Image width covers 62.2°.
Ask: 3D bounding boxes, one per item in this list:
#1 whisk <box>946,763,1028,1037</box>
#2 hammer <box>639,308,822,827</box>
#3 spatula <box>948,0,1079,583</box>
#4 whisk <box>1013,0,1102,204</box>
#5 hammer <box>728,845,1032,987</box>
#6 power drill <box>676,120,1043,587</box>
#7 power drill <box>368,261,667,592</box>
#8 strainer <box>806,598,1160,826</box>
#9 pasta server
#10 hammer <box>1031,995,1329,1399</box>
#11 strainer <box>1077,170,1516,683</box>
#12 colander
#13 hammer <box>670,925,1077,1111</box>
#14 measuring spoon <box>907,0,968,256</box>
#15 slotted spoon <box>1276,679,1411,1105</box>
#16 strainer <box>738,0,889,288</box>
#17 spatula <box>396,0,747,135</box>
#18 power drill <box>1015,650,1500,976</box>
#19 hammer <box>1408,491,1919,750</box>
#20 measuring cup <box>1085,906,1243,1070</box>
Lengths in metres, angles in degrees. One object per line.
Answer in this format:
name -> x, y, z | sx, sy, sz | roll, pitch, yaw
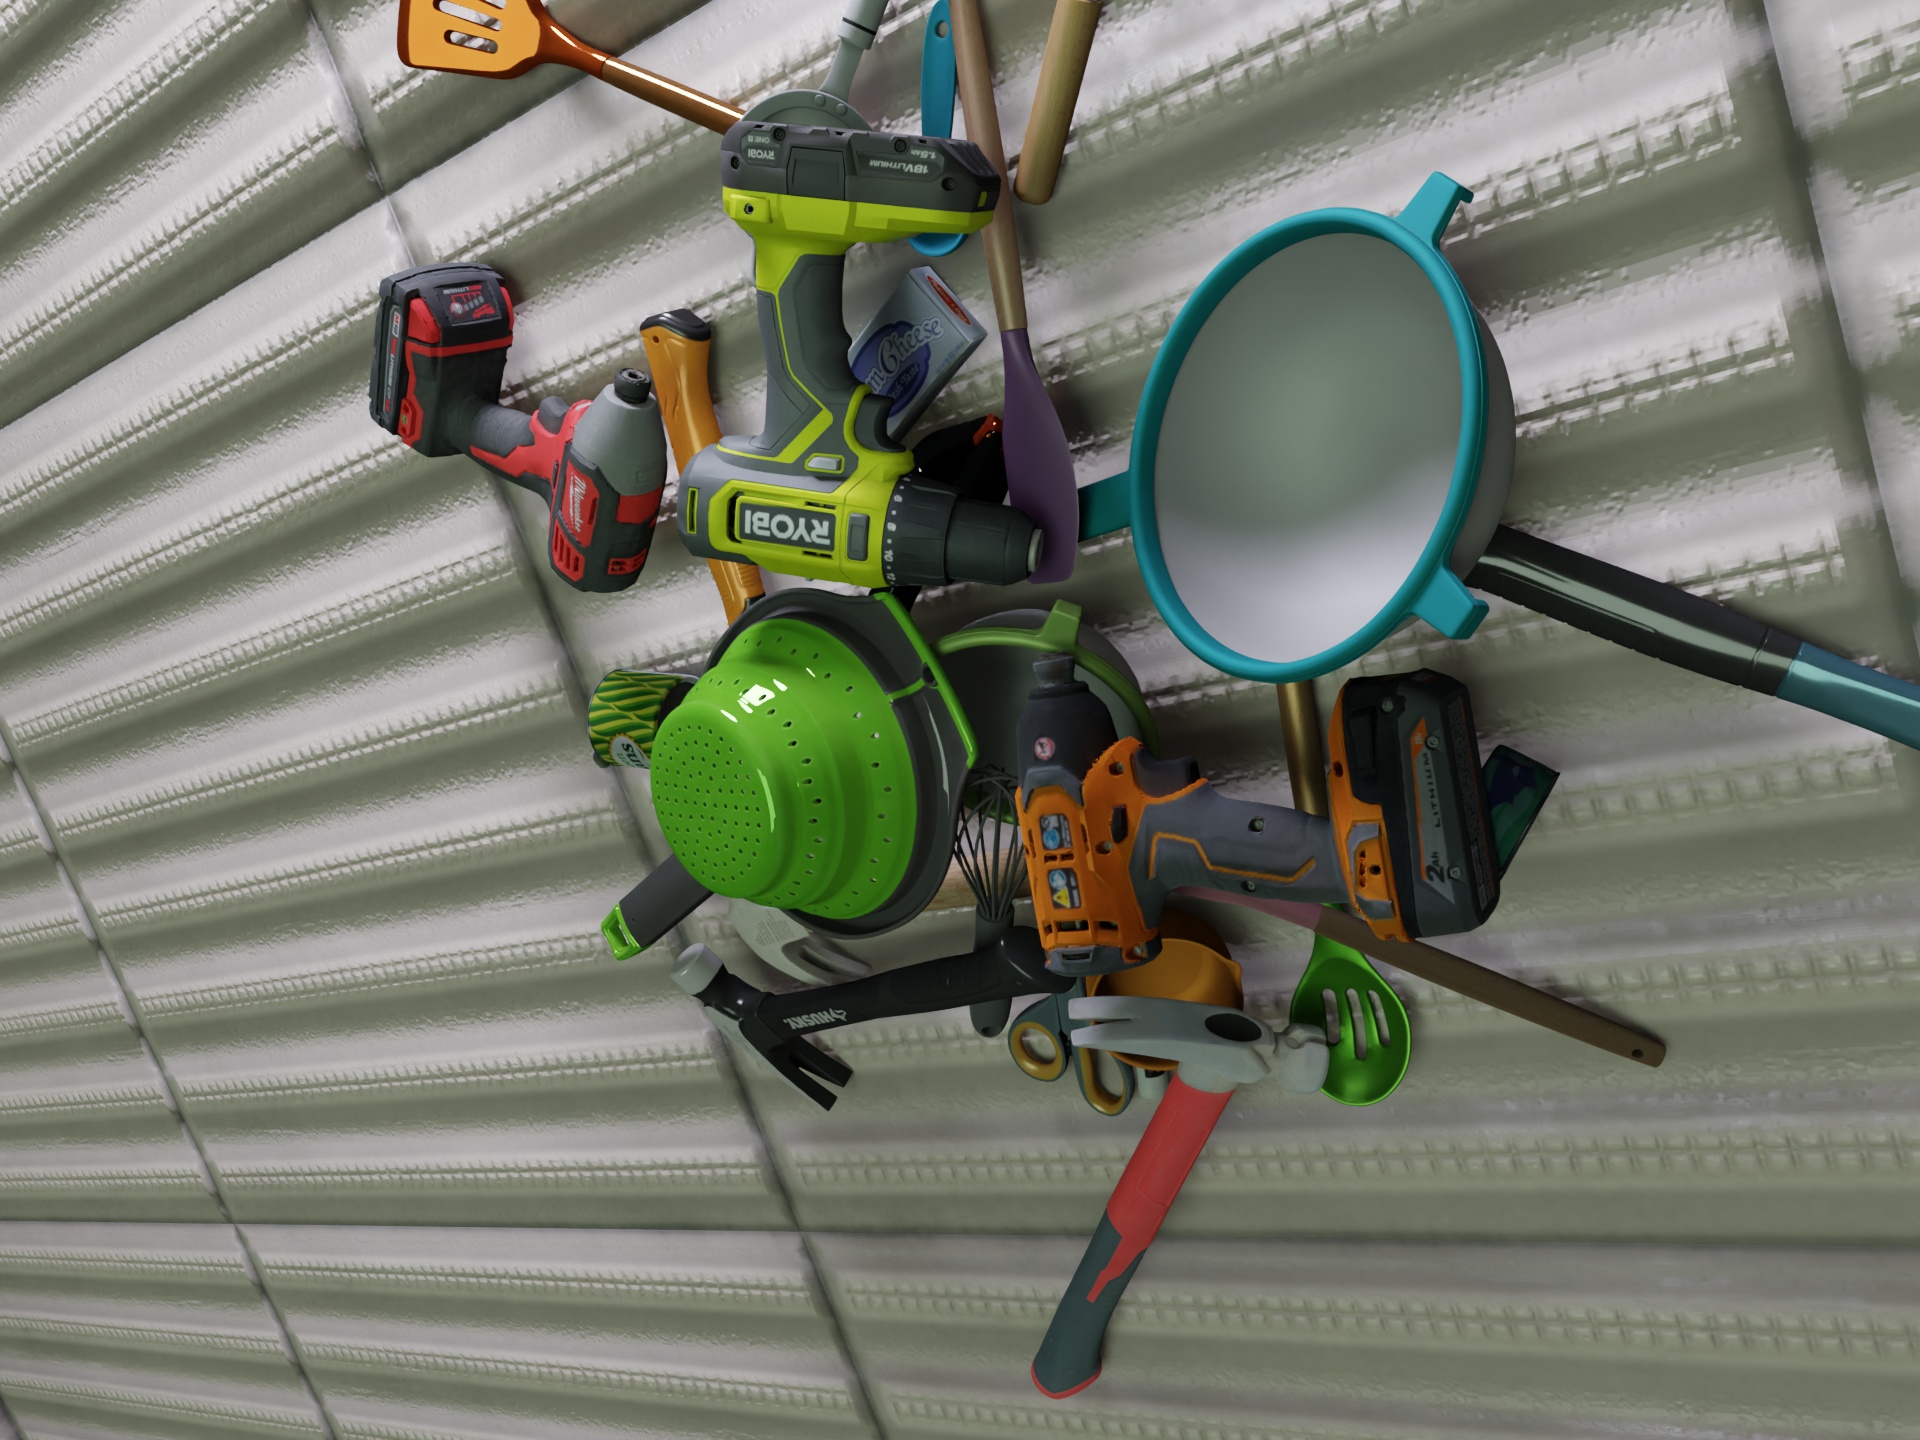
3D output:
whisk -> 0.017, 0.113, 0.933 | 0.055, 0.055, 0.238 | 23, 138, 22
hammer -> -0.146, -0.088, 1.007 | 0.127, 0.034, 0.336 | -5, 107, 32
spatula -> 0.025, -0.228, 0.823 | 0.060, 0.018, 0.316 | -1, 101, 57
whisk -> 0.060, -0.369, 0.758 | 0.051, 0.047, 0.244 | 28, 125, 18
hammer -> -0.006, 0.104, 0.988 | 0.331, 0.031, 0.130 | -14, 119, 31
power drill -> -0.044, -0.178, 0.810 | 0.190, 0.080, 0.228 | 10, 111, 12
power drill -> -0.269, -0.192, 0.994 | 0.220, 0.078, 0.143 | 38, 128, 22
strainer -> -0.001, -0.003, 0.920 | 0.256, 0.069, 0.151 | -11, 129, 32
pasta server -> 0.215, 0.110, 0.839 | 0.316, 0.040, 0.060 | 22, 122, 7
hammer -> 0.089, 0.306, 0.974 | 0.143, 0.038, 0.386 | 10, 129, -8
strainer -> 0.144, -0.114, 0.787 | 0.340, 0.095, 0.211 | -9, 79, 56
colander -> -0.151, 0.071, 0.938 | 0.397, 0.094, 0.204 | -39, 76, 43
hammer -> -0.048, 0.176, 0.991 | 0.146, 0.035, 0.335 | 48, 142, -17
measuring spoon -> -0.007, -0.312, 0.842 | 0.042, 0.021, 0.128 | 11, 106, 31
slotted spoon -> 0.195, 0.061, 0.862 | 0.070, 0.031, 0.313 | -3, 106, 33
strainer -> -0.056, -0.348, 0.826 | 0.087, 0.050, 0.258 | 22, 111, -11
spatula -> -0.189, -0.366, 0.913 | 0.323, 0.041, 0.081 | 28, 115, 18
power drill -> 0.131, 0.035, 0.773 | 0.226, 0.084, 0.164 | -9, 94, 29
hammer -> 0.359, -0.027, 0.719 | 0.331, 0.033, 0.128 | 25, 122, 21
measuring cup -> 0.092, 0.118, 0.904 | 0.095, 0.052, 0.173 | -32, 108, 12
